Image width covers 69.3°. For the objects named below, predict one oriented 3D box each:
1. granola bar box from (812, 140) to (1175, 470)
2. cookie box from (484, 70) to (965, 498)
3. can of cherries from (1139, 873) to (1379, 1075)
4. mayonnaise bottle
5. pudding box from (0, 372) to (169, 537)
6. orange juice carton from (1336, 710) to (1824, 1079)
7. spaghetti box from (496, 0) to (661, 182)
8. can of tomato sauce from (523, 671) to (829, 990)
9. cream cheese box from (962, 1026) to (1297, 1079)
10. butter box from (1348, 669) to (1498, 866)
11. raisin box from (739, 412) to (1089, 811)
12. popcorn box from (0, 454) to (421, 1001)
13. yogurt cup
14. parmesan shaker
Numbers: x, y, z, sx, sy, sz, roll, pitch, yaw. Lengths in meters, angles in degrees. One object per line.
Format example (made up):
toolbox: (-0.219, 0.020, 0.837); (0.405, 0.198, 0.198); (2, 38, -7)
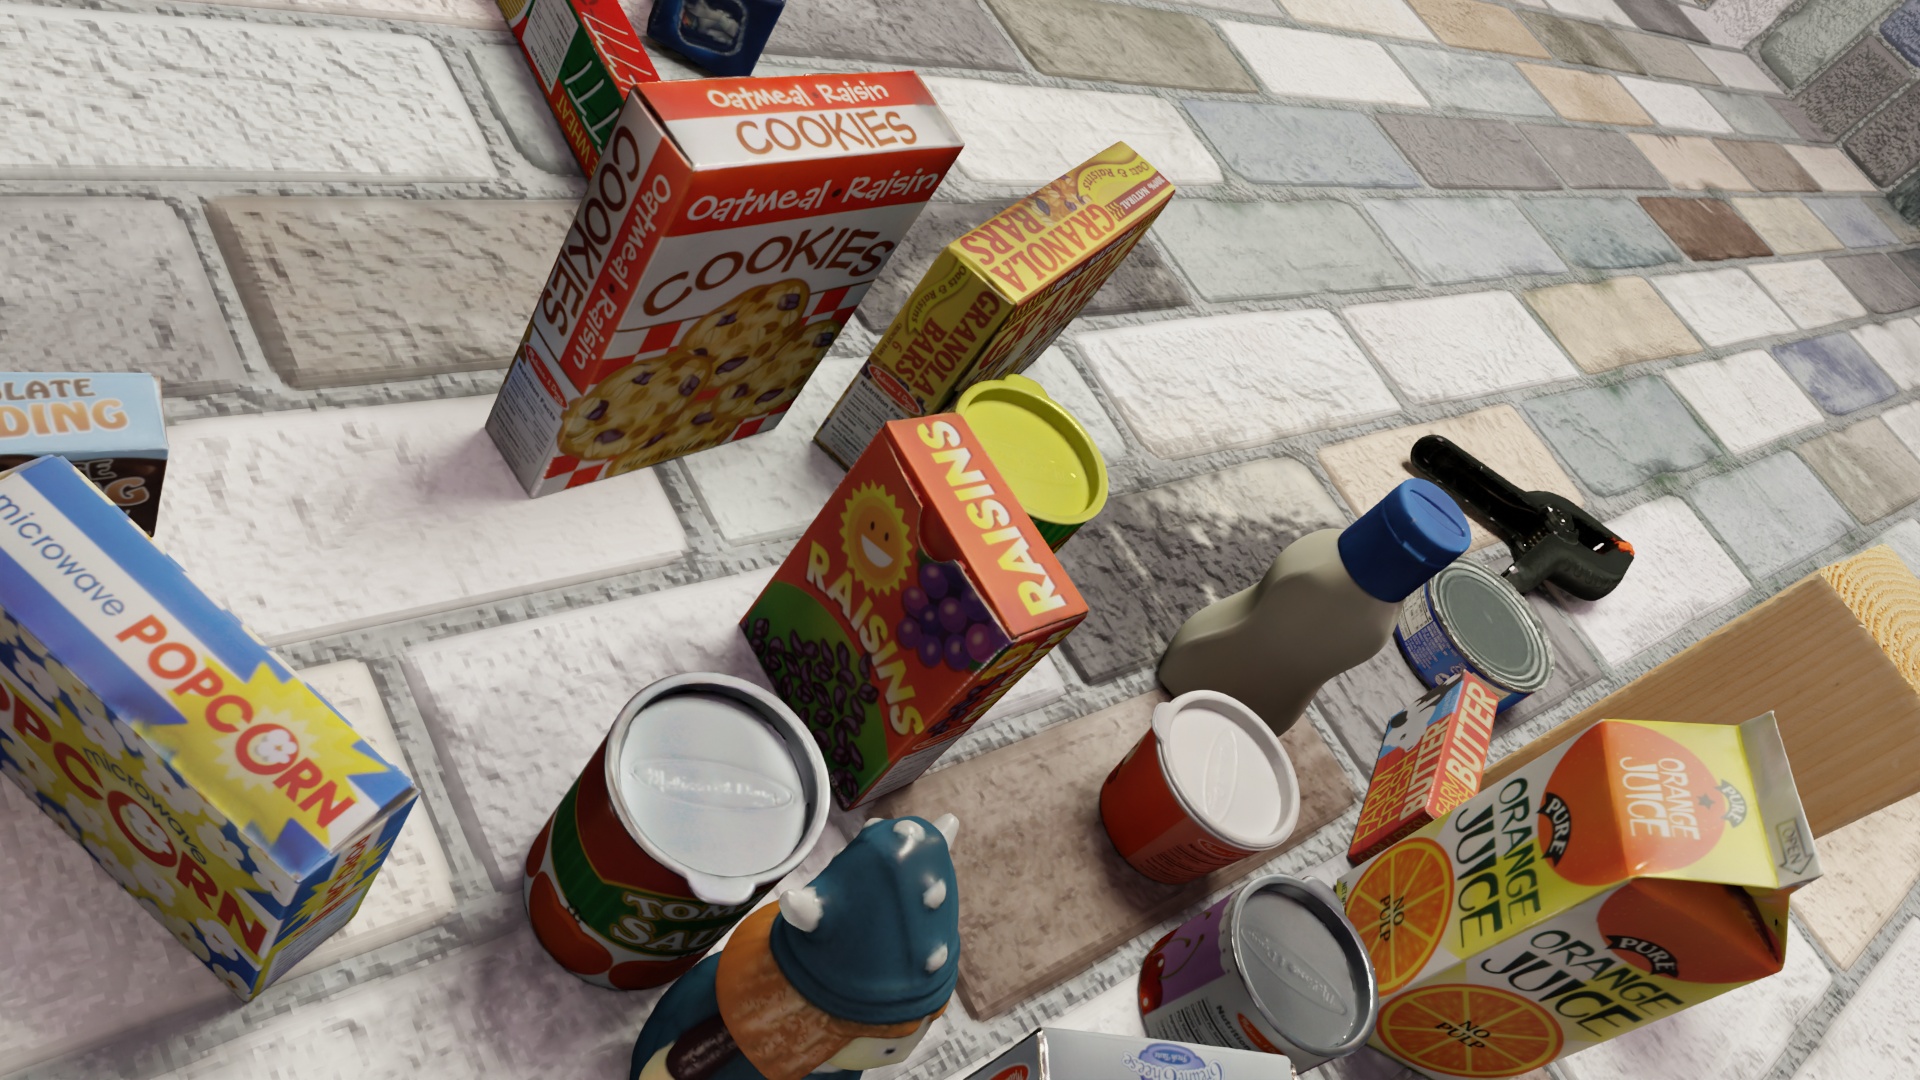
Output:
granola bar box: (0.019, -0.103, 0.623); (0.039, 0.123, 0.166); (44, 42, 3)
cookie box: (-0.088, -0.093, 0.503); (0.123, 0.166, 0.040); (-22, 71, -45)
can of cherries: (0.110, 0.164, 0.512); (0.071, 0.058, 0.072); (20, 46, -22)
mayonnaise bottle: (0.150, 0.031, 0.588); (0.065, 0.147, 0.041); (39, 42, -2)
pudding box: (-0.275, -0.023, 0.395); (0.084, 0.049, 0.030); (-4, 58, -39)
orange juice carton: (0.231, 0.136, 0.525); (0.073, 0.191, 0.072); (31, 43, -12)
spaghetti box: (-0.157, -0.195, 0.627); (0.029, 0.050, 0.250); (-10, 62, -41)
can of tomato sauce: (-0.086, 0.090, 0.413); (0.071, 0.082, 0.071); (20, 46, -22)
cream cheese box: (0.056, 0.185, 0.459); (0.104, 0.053, 0.024); (16, 47, -25)
butter box: (0.214, 0.108, 0.640); (0.024, 0.053, 0.104); (40, 42, -1)
raisin box: (-0.021, 0.026, 0.484); (0.040, 0.122, 0.086); (-13, 64, -43)
popcorn box: (-0.207, 0.050, 0.357); (0.127, 0.084, 0.038); (42, 42, 2)
yogurt cup: (0.093, 0.102, 0.556); (0.072, 0.053, 0.073); (20, 46, -22)
parmesan shaker: (0.002, -0.007, 0.545); (0.071, 0.102, 0.072); (20, 46, -22)
